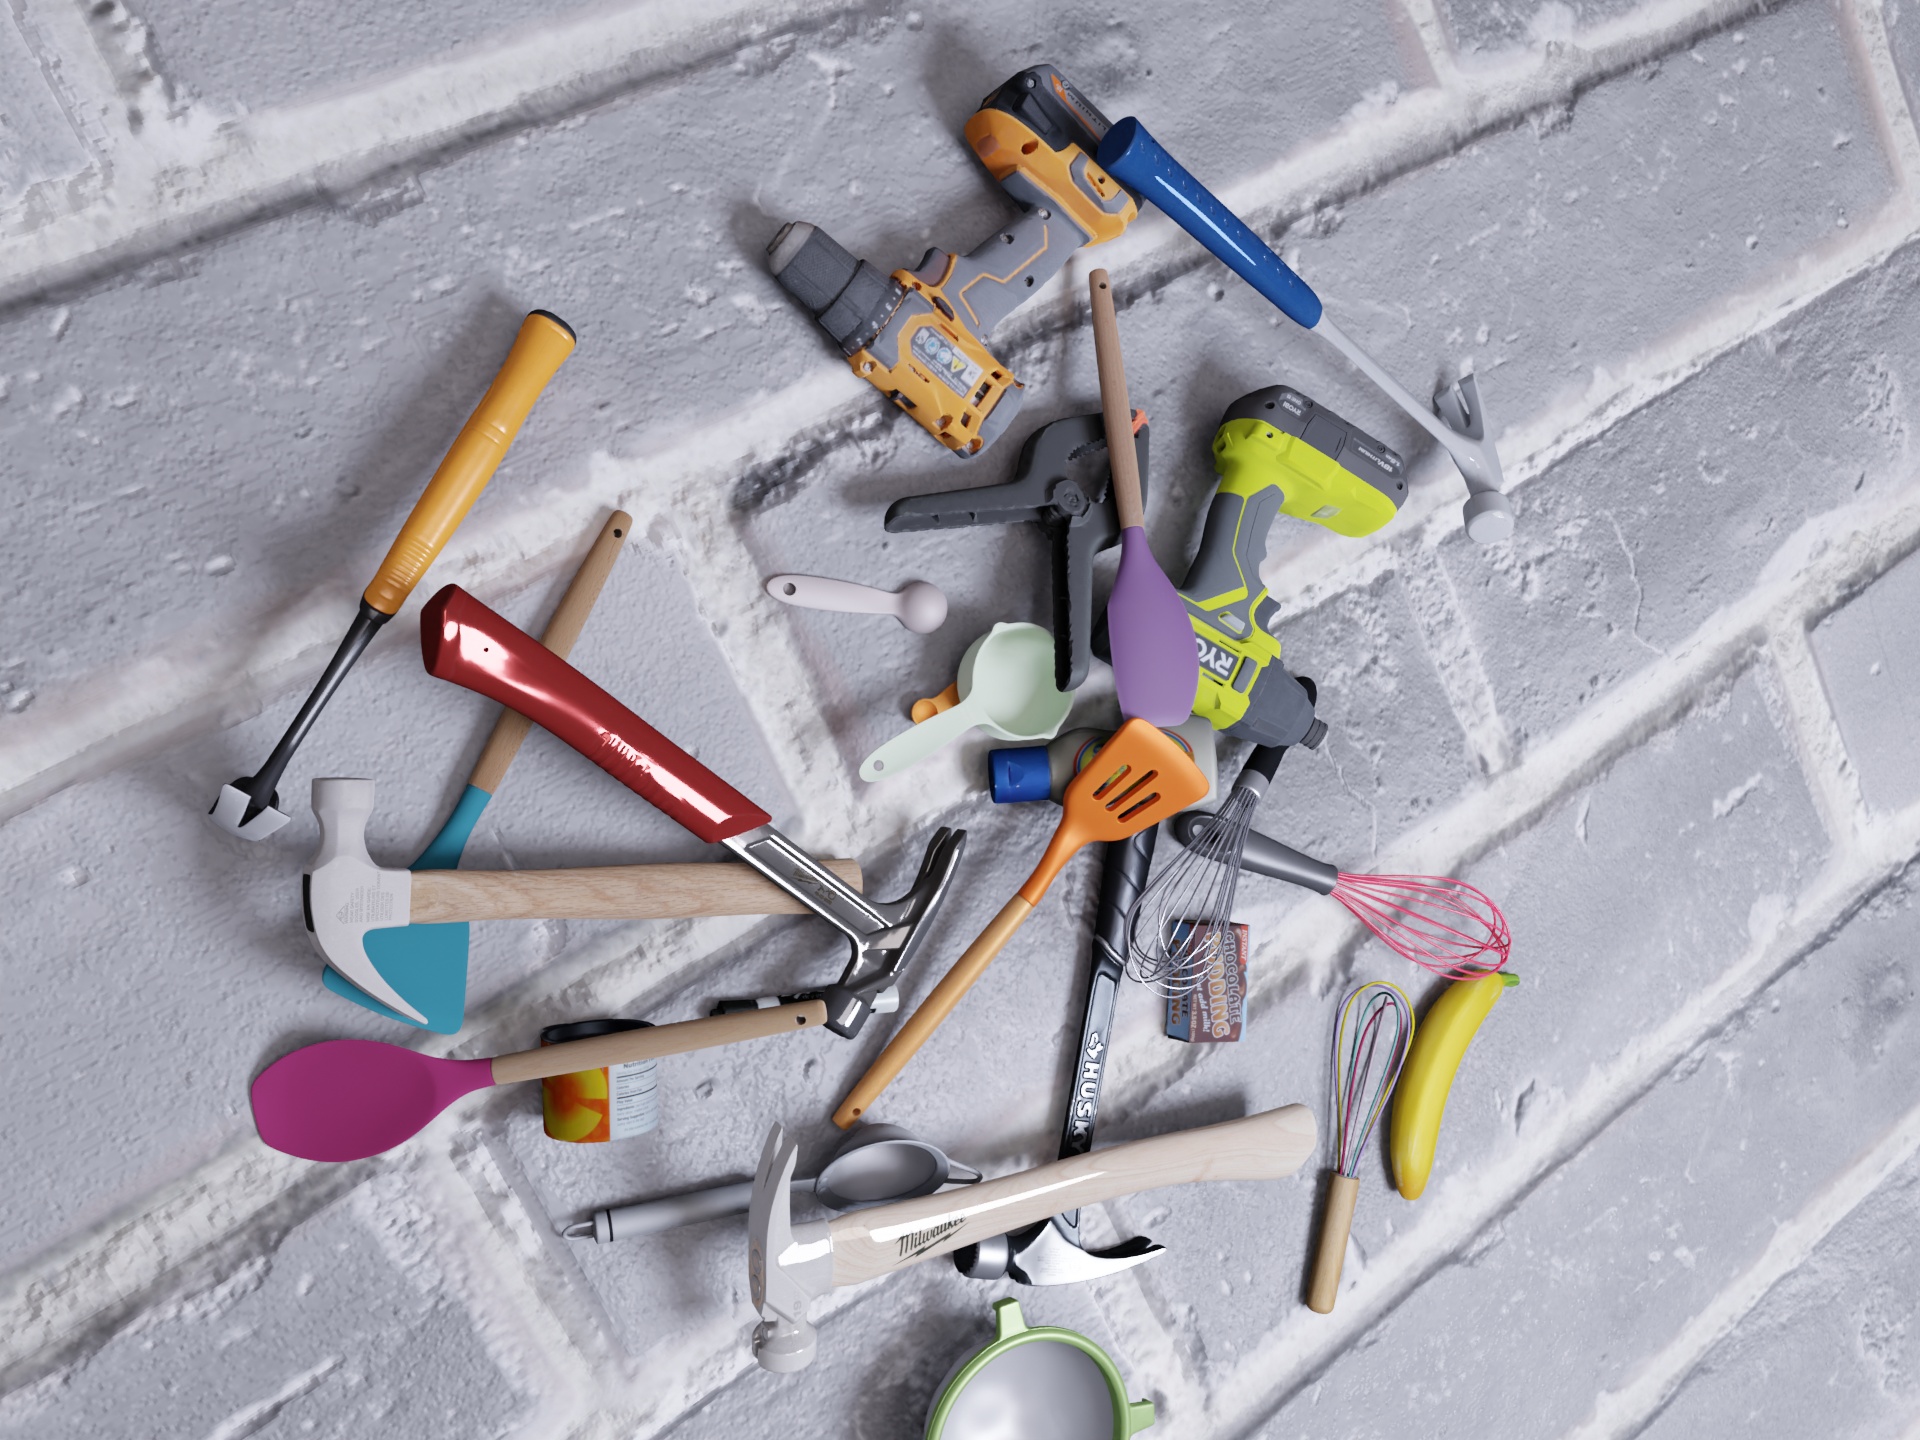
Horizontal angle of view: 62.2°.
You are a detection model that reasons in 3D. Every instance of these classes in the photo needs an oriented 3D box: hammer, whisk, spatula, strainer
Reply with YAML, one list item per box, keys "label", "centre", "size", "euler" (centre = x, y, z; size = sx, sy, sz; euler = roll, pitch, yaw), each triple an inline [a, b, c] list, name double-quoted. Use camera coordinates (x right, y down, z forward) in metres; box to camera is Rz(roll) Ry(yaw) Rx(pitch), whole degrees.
- label: "hammer"
  centre: [0.246, -0.274, 1.084]
  size: [0.405, 0.035, 0.144]
  euler: [30, 46, -31]
- label: "whisk"
  centre: [0.284, 0.123, 1.157]
  size: [0.295, 0.073, 0.073]
  euler: [21, 81, -17]
- label: "hammer"
  centre: [-0.148, 0.035, 0.908]
  size: [0.358, 0.037, 0.149]
  euler: [41, 68, -30]
- label: "spatula"
  centre: [0.029, 0.136, 1.016]
  size: [0.081, 0.041, 0.322]
  euler: [42, 85, -26]
- label: "spatula"
  centre: [0.112, -0.150, 1.042]
  size: [0.059, 0.018, 0.316]
  euler: [-4, 78, -14]
- label: "hammer"
  centre: [-0.203, 0.101, 0.914]
  size: [0.331, 0.031, 0.130]
  euler: [3, 88, -35]
- label: "hammer"
  centre: [0.103, 0.178, 1.083]
  size: [0.149, 0.036, 0.409]
  euler: [14, 83, -25]
- label: "whisk"
  centre: [0.290, 0.313, 1.165]
  size: [0.047, 0.051, 0.245]
  euler: [14, 87, -30]
- label: "hammer"
  centre: [-0.301, -0.087, 0.864]
  size: [0.034, 0.127, 0.337]
  euler: [33, 71, -21]
- label: "whisk"
  centre: [0.185, 0.069, 1.087]
  size: [0.070, 0.070, 0.285]
  euler: [46, 56, -18]
- label: "spatula"
  centre: [-0.259, 0.018, 0.912]
  size: [0.082, 0.044, 0.317]
  euler: [31, 76, -29]
- label: "strainer"
  centre: [-0.114, 0.287, 0.979]
  size: [0.258, 0.050, 0.086]
  euler: [-7, 136, -19]
- label: "strainer"
  centre: [0.001, 0.499, 1.015]
  size: [0.151, 0.069, 0.256]
  euler: [43, 74, -21]
- label: "hammer"
  centre: [0.061, 0.289, 1.010]
  size: [0.410, 0.038, 0.146]
  euler: [-5, 106, -29]

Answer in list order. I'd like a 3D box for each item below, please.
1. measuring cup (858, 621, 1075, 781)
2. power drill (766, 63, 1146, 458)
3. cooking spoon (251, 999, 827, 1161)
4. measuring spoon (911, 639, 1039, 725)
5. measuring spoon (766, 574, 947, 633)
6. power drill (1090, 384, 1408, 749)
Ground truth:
- label: "measuring cup"
  centre: [-0.002, -0.003, 1.021]
  size: [0.167, 0.038, 0.083]
  euler: [-30, 98, -24]
- label: "power drill"
  centre: [0.000, -0.309, 1.017]
  size: [0.185, 0.084, 0.226]
  euler: [37, 80, -20]
- label: "cooking spoon"
  centre: [-0.231, 0.189, 0.877]
  size: [0.319, 0.017, 0.069]
  euler: [-10, 96, 0]
- label: "measuring spoon"
  centre: [0.013, -0.028, 1.058]
  size: [0.117, 0.011, 0.021]
  euler: [-32, 99, -25]
- label: "measuring spoon"
  centre: [-0.063, -0.078, 1.017]
  size: [0.124, 0.018, 0.034]
  euler: [6, 87, -24]
- label: "power drill"
  centre: [0.210, -0.100, 1.092]
  size: [0.171, 0.080, 0.223]
  euler: [30, 75, -6]
